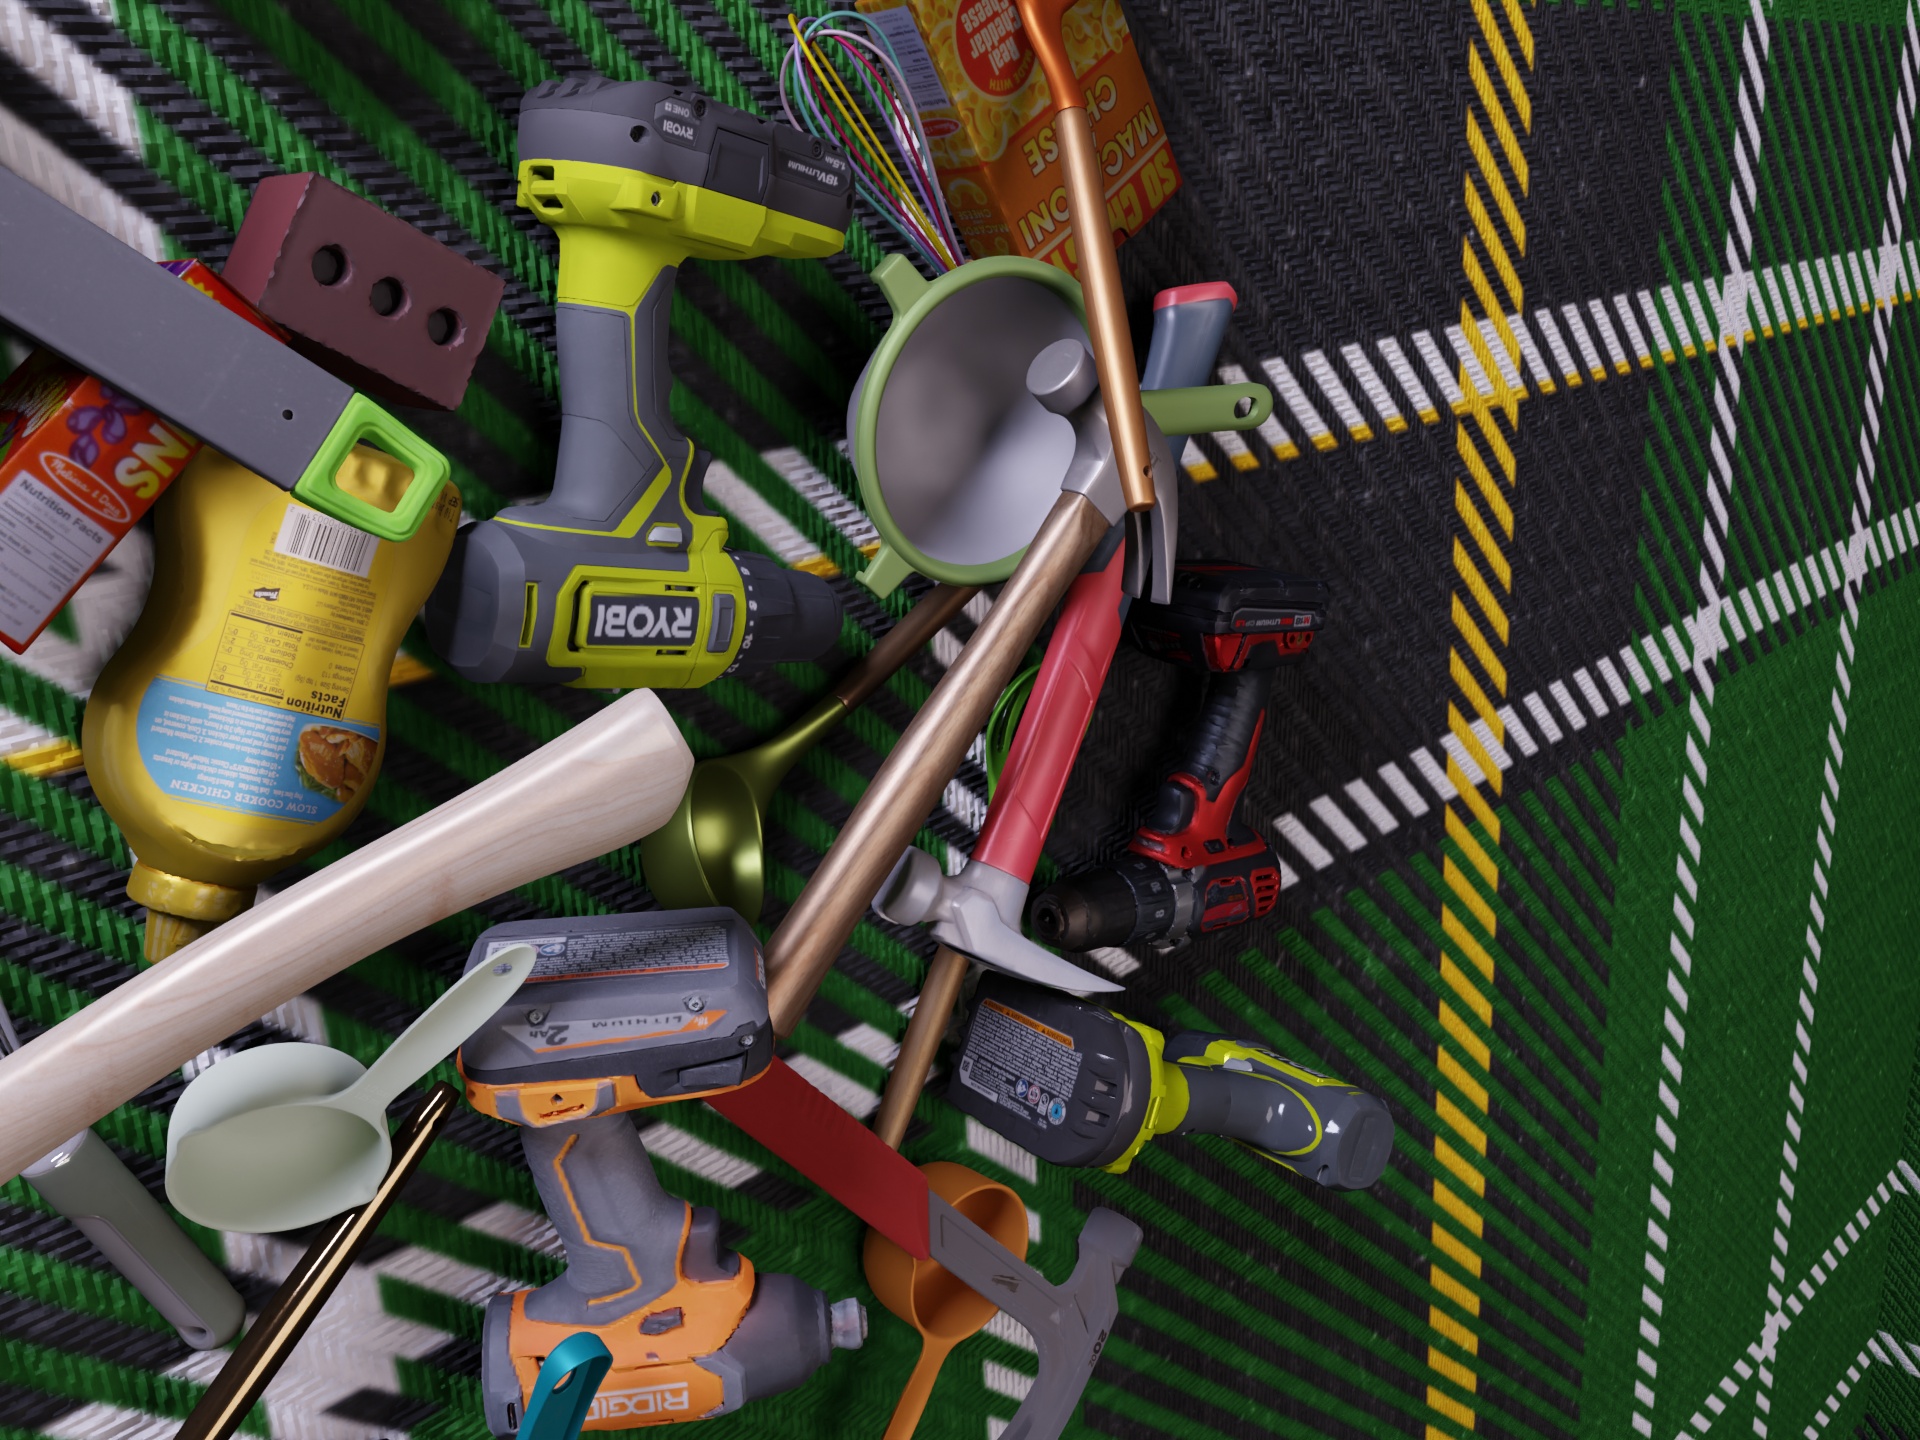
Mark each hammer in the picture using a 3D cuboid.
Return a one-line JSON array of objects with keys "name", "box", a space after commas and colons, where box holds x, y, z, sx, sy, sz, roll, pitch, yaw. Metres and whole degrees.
[{"name": "hammer", "box": [-0.048, 0.231, 0.772, 0.358, 0.037, 0.149, 45, 63, -28]}, {"name": "hammer", "box": [-0.001, -0.002, 0.727, 0.129, 0.031, 0.331, 39, 80, -42]}, {"name": "hammer", "box": [0.083, -0.053, 0.833, 0.143, 0.038, 0.386, 28, 75, -27]}, {"name": "hammer", "box": [-0.271, 0.099, 0.496, 0.410, 0.038, 0.146, -33, 129, -17]}]

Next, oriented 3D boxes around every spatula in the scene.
[{"name": "spatula", "box": [0.059, -0.250, 0.703, 0.081, 0.041, 0.323, 0, 77, -43]}]

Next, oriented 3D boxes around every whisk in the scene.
[{"name": "whisk", "box": [-0.314, 0.140, 0.540, 0.059, 0.058, 0.246, -71, 149, -49]}, {"name": "whisk", "box": [-0.011, -0.227, 0.745, 0.051, 0.047, 0.244, -49, 135, -8]}]

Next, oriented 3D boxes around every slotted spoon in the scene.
[{"name": "slotted spoon", "box": [0.000, 0.112, 0.850, 0.070, 0.031, 0.314, 23, 86, -44]}]

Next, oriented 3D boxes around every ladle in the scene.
[{"name": "ladle", "box": [-0.283, 0.271, 0.583, 0.315, 0.031, 0.069, -58, 142, -22]}, {"name": "ladle", "box": [-0.034, -0.022, 0.764, 0.320, 0.062, 0.078, -46, 131, -30]}]

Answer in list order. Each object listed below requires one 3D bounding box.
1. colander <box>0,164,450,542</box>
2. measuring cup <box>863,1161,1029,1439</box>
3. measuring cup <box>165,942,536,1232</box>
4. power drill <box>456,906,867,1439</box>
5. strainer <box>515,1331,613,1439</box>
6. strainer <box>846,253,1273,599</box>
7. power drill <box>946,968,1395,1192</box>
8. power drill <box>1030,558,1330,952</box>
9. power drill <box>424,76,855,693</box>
[{"name": "colander", "box": [-0.294, -0.162, 0.370, 0.396, 0.094, 0.204, 33, 75, -26]}, {"name": "measuring cup", "box": [-0.028, 0.323, 0.860, 0.095, 0.052, 0.173, 30, 81, -44]}, {"name": "measuring cup", "box": [-0.219, 0.124, 0.582, 0.167, 0.038, 0.083, -40, 135, 10]}, {"name": "power drill", "box": [-0.122, 0.196, 0.665, 0.164, 0.084, 0.226, -3, 111, -9]}, {"name": "strainer", "box": [-0.181, 0.407, 0.640, 0.211, 0.095, 0.340, 2, 116, -49]}, {"name": "strainer", "box": [0.043, -0.152, 0.775, 0.256, 0.069, 0.151, -12, 116, -35]}, {"name": "power drill", "box": [0.110, 0.203, 0.893, 0.223, 0.171, 0.080, 18, 88, -36]}, {"name": "power drill", "box": [0.123, 0.025, 0.916, 0.187, 0.080, 0.226, -6, 107, -43]}, {"name": "power drill", "box": [-0.111, -0.124, 0.648, 0.190, 0.080, 0.228, -2, 104, -49]}]
